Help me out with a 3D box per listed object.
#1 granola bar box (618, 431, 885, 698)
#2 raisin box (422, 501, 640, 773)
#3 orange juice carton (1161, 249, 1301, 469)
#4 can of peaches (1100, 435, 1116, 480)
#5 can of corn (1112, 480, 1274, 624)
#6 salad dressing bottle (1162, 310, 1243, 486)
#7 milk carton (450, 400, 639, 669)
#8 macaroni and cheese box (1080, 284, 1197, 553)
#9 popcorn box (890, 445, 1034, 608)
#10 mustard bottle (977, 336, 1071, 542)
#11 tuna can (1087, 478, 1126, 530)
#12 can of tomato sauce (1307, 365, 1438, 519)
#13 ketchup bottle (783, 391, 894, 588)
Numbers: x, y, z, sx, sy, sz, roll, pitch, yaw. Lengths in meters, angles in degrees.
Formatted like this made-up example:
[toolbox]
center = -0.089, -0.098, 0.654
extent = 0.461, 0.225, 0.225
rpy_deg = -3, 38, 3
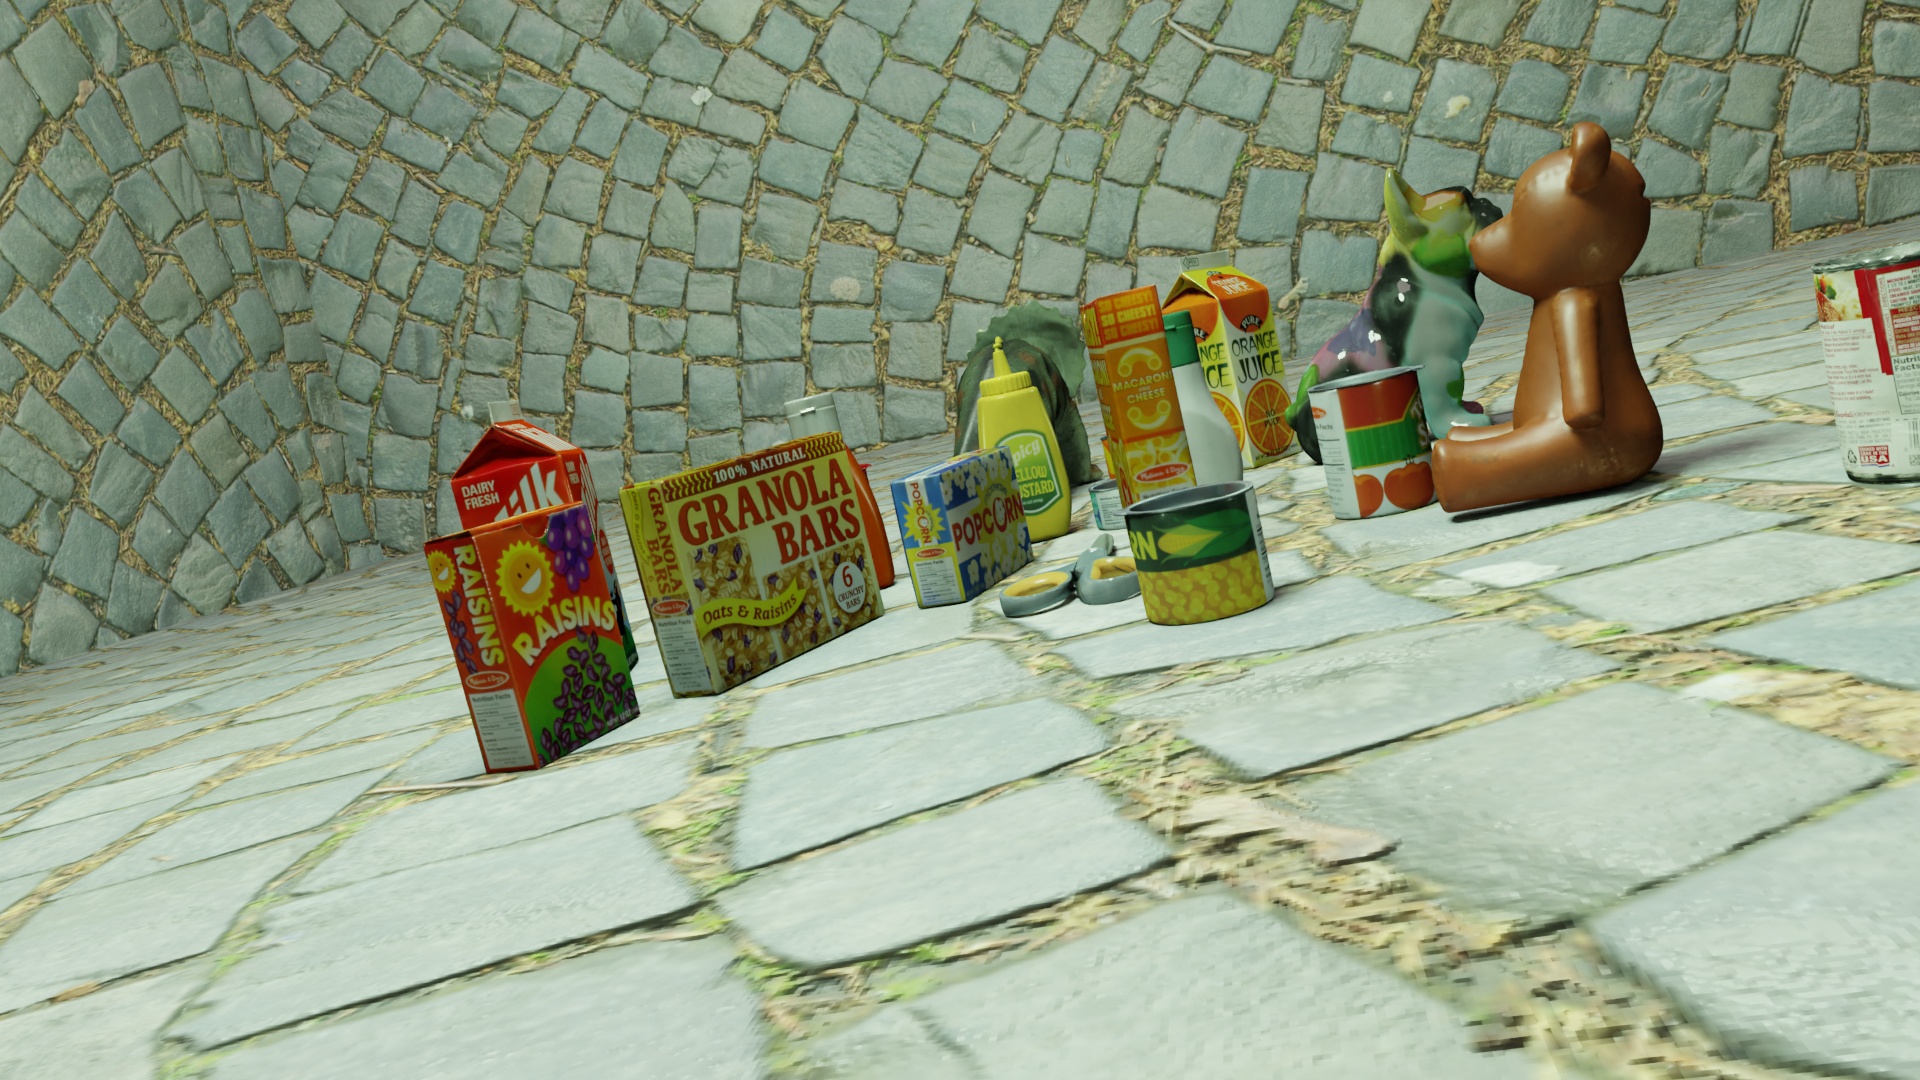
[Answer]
[granola bar box]
center = -0.121, 0.010, 0.836
extent = 0.039, 0.124, 0.166
rpy_deg = -9, 8, 34
[raisin box]
center = -0.221, 0.048, 0.724
extent = 0.040, 0.123, 0.086
rpy_deg = -10, 8, 27
[orange juice carton]
center = 0.237, -0.162, 1.239
extent = 0.072, 0.192, 0.073
rpy_deg = -18, 8, -37
[can of peaches]
center = 0.158, -0.067, 1.188
extent = 0.071, 0.058, 0.071
rpy_deg = -13, 7, 2
[can of corn]
center = 0.117, 0.006, 0.694
extent = 0.071, 0.058, 0.071
rpy_deg = -13, 7, 2
[salad dressing bottle]
center = 0.163, -0.090, 1.000
extent = 0.064, 0.147, 0.044
rpy_deg = -12, 7, 10
[milk carton]
center = -0.273, 0.002, 0.902
extent = 0.073, 0.190, 0.072
rpy_deg = -14, 7, -2
[macaroni and cheese box]
center = 0.110, -0.068, 0.845
extent = 0.040, 0.166, 0.124
rpy_deg = -13, 7, 3
[popcorn box]
center = 0.003, -0.012, 0.932
extent = 0.038, 0.085, 0.127
rpy_deg = -10, 8, 25
[mustard bottle]
center = 0.043, -0.078, 1.074
extent = 0.065, 0.160, 0.049
rpy_deg = -14, 7, -4
[tuna can]
center = 0.133, -0.031, 1.059
extent = 0.071, 0.032, 0.071
rpy_deg = -13, 7, 2
[can of tomato sauce]
center = 0.258, -0.061, 0.859
extent = 0.071, 0.083, 0.071
rpy_deg = -13, 7, 2
[ketchup bottle]
center = -0.094, -0.033, 1.019
extent = 0.065, 0.148, 0.043
rpy_deg = -13, 7, 2
